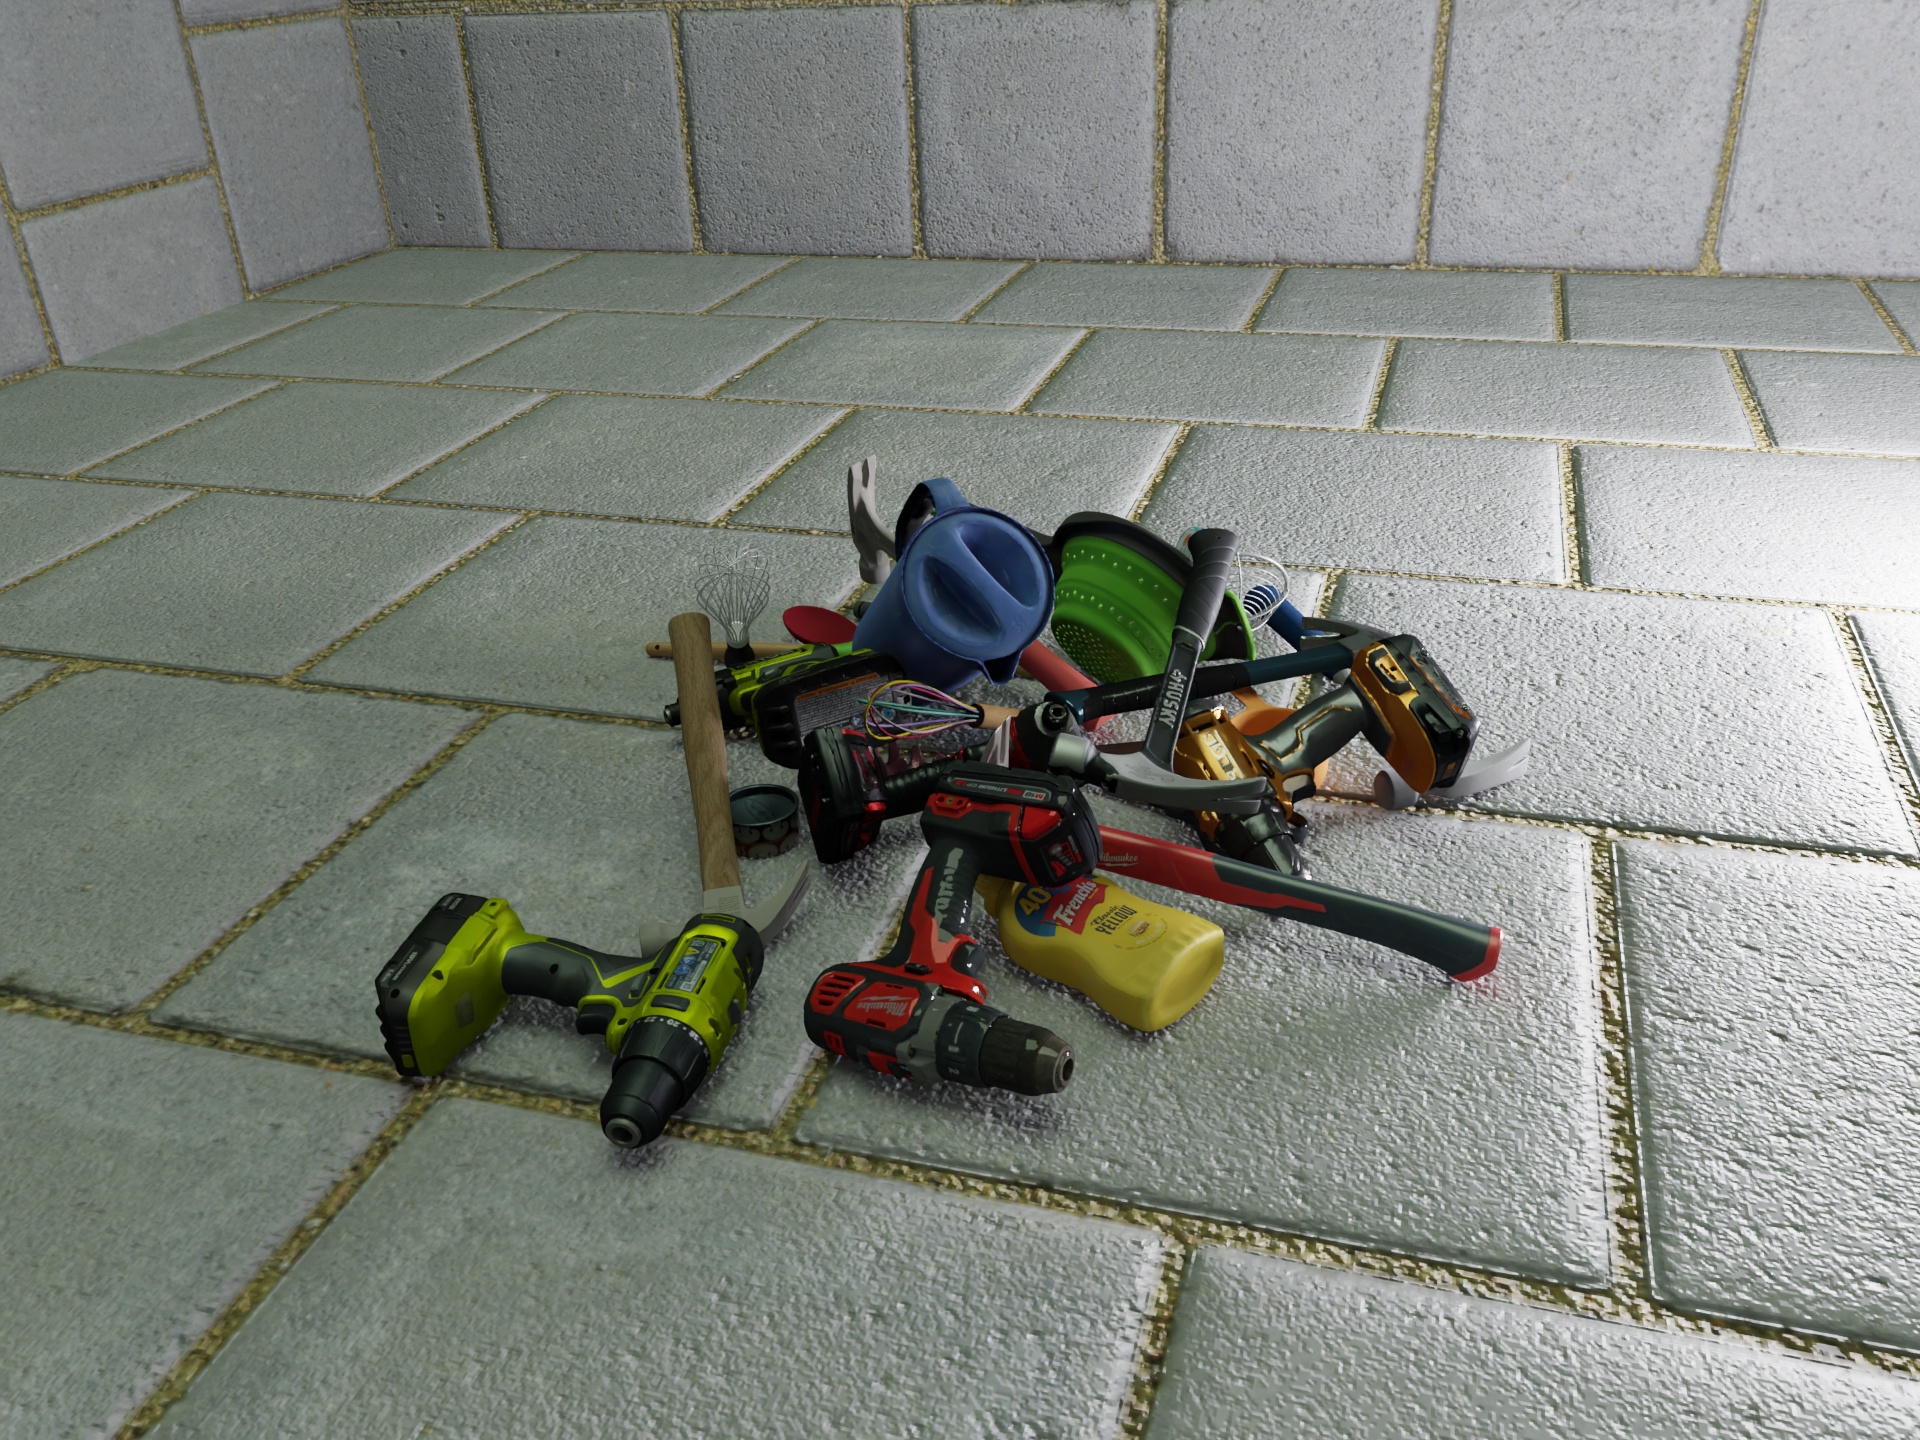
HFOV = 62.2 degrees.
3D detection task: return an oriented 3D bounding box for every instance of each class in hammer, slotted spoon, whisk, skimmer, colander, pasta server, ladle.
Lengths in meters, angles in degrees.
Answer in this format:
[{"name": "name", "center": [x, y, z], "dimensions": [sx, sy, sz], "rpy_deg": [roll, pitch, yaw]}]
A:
[{"name": "hammer", "center": [0.182, -0.054, 1.253], "dimensions": [0.149, 0.036, 0.409], "rpy_deg": [14, 35, 9]}, {"name": "slotted spoon", "center": [-0.170, -0.070, 1.587], "dimensions": [0.314, 0.070, 0.031], "rpy_deg": [1, -16, 16]}, {"name": "hammer", "center": [0.192, 0.102, 1.143], "dimensions": [0.386, 0.143, 0.038], "rpy_deg": [13, 31, 20]}, {"name": "whisk", "center": [-0.003, -0.003, 1.355], "dimensions": [0.051, 0.047, 0.244], "rpy_deg": [-3, -5, 37]}, {"name": "hammer", "center": [-0.197, 0.041, 1.257], "dimensions": [0.130, 0.031, 0.332], "rpy_deg": [-7, 52, -8]}, {"name": "hammer", "center": [0.016, -0.109, 1.504], "dimensions": [0.037, 0.149, 0.359], "rpy_deg": [-33, 55, -25]}, {"name": "whisk", "center": [-0.205, -0.088, 1.448], "dimensions": [0.070, 0.070, 0.284], "rpy_deg": [-7, -15, -9]}, {"name": "hammer", "center": [0.233, -0.037, 1.386], "dimensions": [0.331, 0.033, 0.128], "rpy_deg": [-11, 26, -15]}, {"name": "skimmer", "center": [0.178, -0.157, 1.647], "dimensions": [0.127, 0.090, 0.364], "rpy_deg": [26, -1, -40]}, {"name": "colander", "center": [0.092, -0.126, 1.543], "dimensions": [0.397, 0.204, 0.094], "rpy_deg": [27, 71, 34]}, {"name": "hammer", "center": [0.368, -0.036, 1.476], "dimensions": [0.144, 0.035, 0.406], "rpy_deg": [-9, 29, -11]}, {"name": "pasta server", "center": [0.067, 0.029, 1.380], "dimensions": [0.316, 0.040, 0.060], "rpy_deg": [-6, 14, -8]}, {"name": "ladle", "center": [-0.036, -0.072, 1.590], "dimensions": [0.315, 0.031, 0.069], "rpy_deg": [11, 32, 21]}]

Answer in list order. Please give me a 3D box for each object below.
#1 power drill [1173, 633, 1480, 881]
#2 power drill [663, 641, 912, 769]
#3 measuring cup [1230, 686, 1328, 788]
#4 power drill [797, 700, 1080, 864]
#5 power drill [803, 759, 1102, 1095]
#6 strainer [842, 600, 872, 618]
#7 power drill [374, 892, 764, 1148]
[{"name": "power drill", "center": [0.287, 0.041, 1.236], "dimensions": [0.226, 0.084, 0.186], "rpy_deg": [-19, 56, -11]}, {"name": "power drill", "center": [-0.154, -0.017, 1.406], "dimensions": [0.171, 0.080, 0.223], "rpy_deg": [-18, 14, -26]}, {"name": "measuring cup", "center": [0.258, 0.013, 1.379], "dimensions": [0.095, 0.052, 0.174], "rpy_deg": [-8, 26, -9]}, {"name": "power drill", "center": [-0.012, 0.039, 1.261], "dimensions": [0.219, 0.143, 0.079], "rpy_deg": [-12, 68, -15]}, {"name": "power drill", "center": [0.019, 0.143, 1.062], "dimensions": [0.188, 0.080, 0.227], "rpy_deg": [8, 52, 31]}, {"name": "strainer", "center": [-0.018, -0.102, 1.629], "dimensions": [0.258, 0.050, 0.087], "rpy_deg": [11, 10, 32]}, {"name": "power drill", "center": [-0.263, 0.195, 1.057], "dimensions": [0.228, 0.080, 0.191], "rpy_deg": [6, 31, 11]}]
